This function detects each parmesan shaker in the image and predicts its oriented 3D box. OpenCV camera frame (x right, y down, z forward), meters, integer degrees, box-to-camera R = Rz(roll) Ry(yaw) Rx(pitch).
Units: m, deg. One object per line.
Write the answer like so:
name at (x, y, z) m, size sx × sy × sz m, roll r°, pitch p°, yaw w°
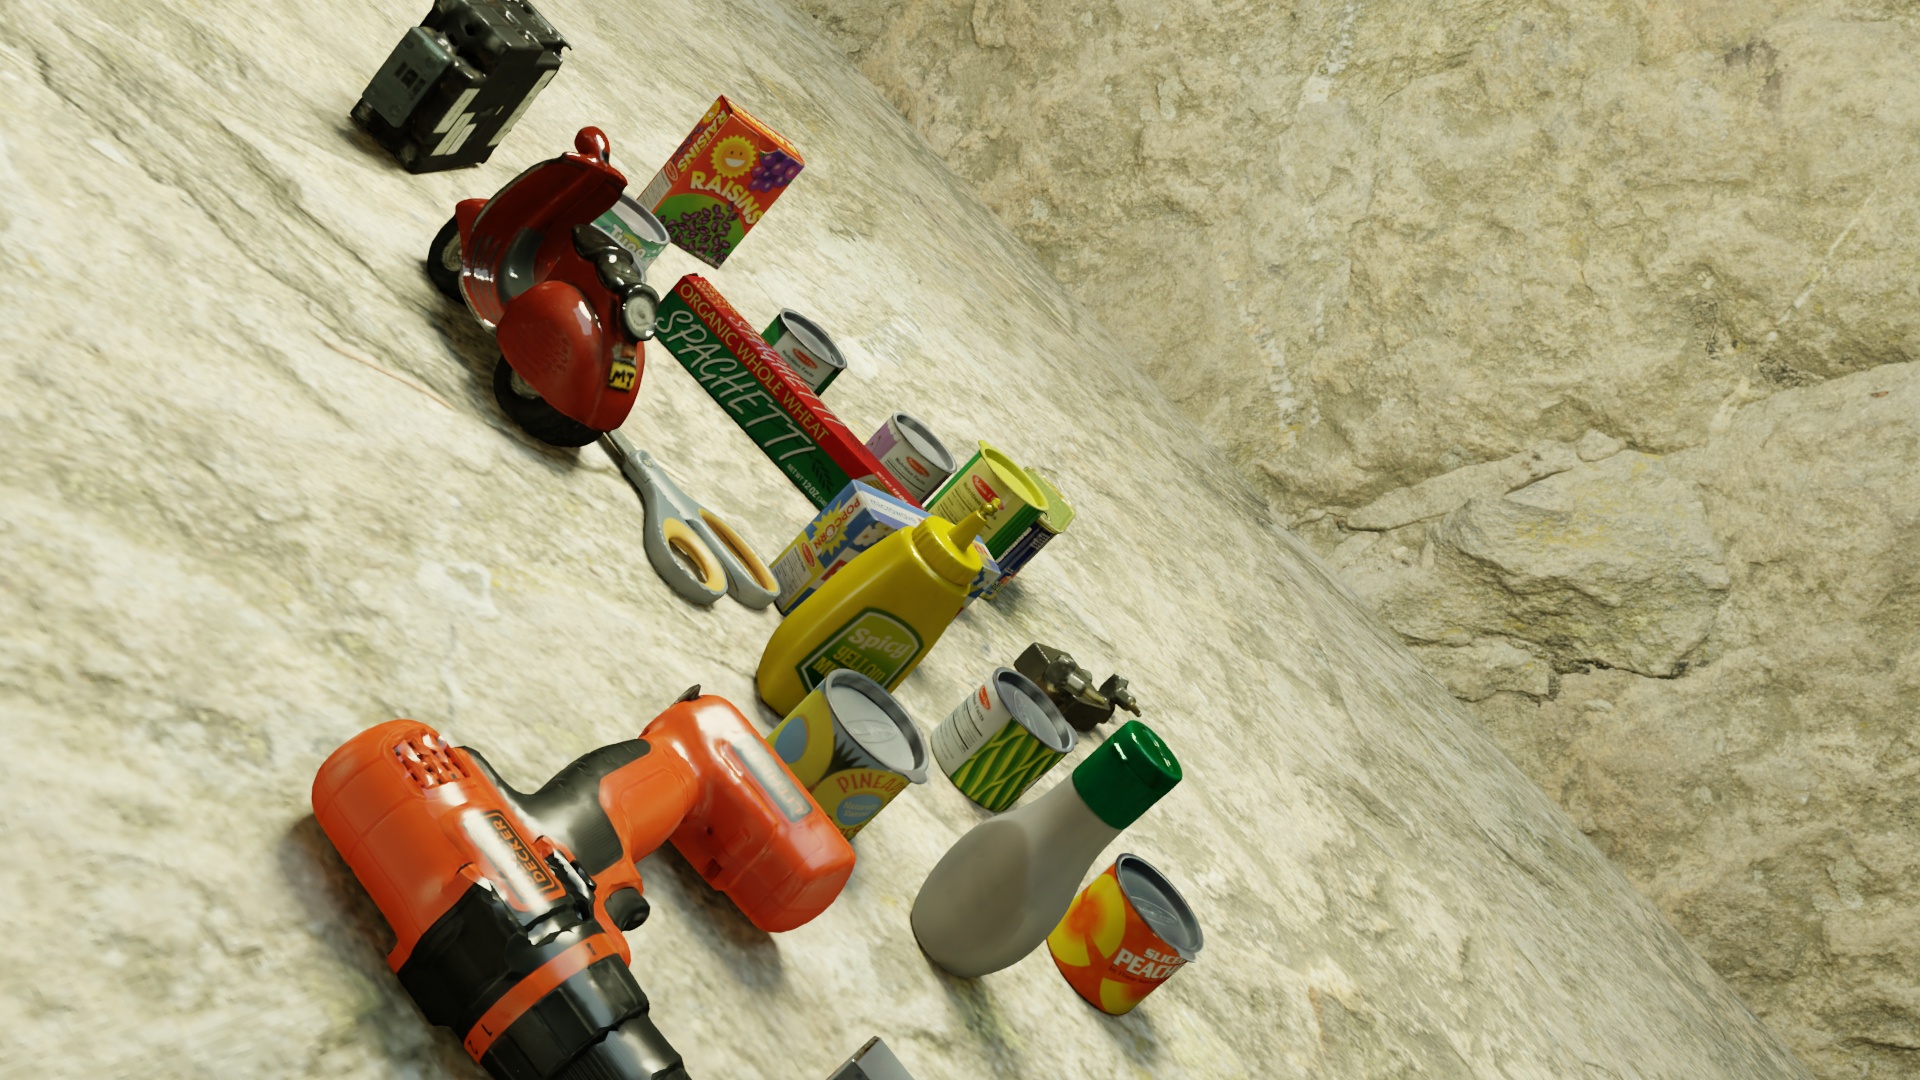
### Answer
parmesan shaker at (0.004, -0.013, 1.012) m, size 0.071 × 0.103 × 0.071 m, roll 40°, pitch 18°, yaw -15°

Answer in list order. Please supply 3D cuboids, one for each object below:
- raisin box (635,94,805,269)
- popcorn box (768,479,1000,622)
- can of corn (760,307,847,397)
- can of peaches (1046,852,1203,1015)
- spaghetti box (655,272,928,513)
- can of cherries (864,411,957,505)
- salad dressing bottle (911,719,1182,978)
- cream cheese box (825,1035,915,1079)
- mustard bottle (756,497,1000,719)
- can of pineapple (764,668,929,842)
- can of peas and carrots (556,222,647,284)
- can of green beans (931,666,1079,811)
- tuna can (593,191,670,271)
raisin box at (-0.204, -0.302, 1.175) m, size 0.086 × 0.123 × 0.040 m, roll 27°, pitch 24°, yaw -44°
popcorn box at (-0.046, 0.020, 0.855) m, size 0.126 × 0.085 × 0.038 m, roll 24°, pitch 26°, yaw -48°
can of corn at (-0.130, -0.136, 1.069) m, size 0.071 × 0.058 × 0.071 m, roll 40°, pitch 18°, yaw -15°
can of peaches at (0.090, 0.216, 0.755) m, size 0.071 × 0.058 × 0.071 m, roll 40°, pitch 18°, yaw -15°
spaghetti box at (-0.124, -0.087, 0.984) m, size 0.250 × 0.050 × 0.029 m, roll 46°, pitch 17°, yaw 6°
can of cherries at (-0.046, -0.058, 1.079) m, size 0.071 × 0.058 × 0.072 m, roll 40°, pitch 18°, yaw -15°
salad dressing bottle at (0.041, 0.146, 0.657) m, size 0.044 × 0.147 × 0.064 m, roll 29°, pitch 23°, yaw -43°
cream cheese box at (-0.017, 0.232, 0.486) m, size 0.104 × 0.053 × 0.024 m, roll 47°, pitch 17°, yaw 9°
mustard bottle at (-0.037, 0.034, 0.719) m, size 0.065 × 0.160 × 0.049 m, roll 36°, pitch 19°, yaw -26°
can of pineapple at (-0.058, 0.107, 0.675) m, size 0.071 × 0.057 × 0.071 m, roll 40°, pitch 18°, yaw -15°
can of peas and carrots at (-0.242, -0.164, 0.881) m, size 0.071 × 0.058 × 0.071 m, roll 40°, pitch 18°, yaw -15°
can of green beans at (0.025, 0.119, 0.832) m, size 0.071 × 0.057 × 0.071 m, roll 40°, pitch 18°, yaw -15°
tuna can at (-0.257, -0.235, 1.056) m, size 0.071 × 0.032 × 0.071 m, roll 40°, pitch 18°, yaw -15°
